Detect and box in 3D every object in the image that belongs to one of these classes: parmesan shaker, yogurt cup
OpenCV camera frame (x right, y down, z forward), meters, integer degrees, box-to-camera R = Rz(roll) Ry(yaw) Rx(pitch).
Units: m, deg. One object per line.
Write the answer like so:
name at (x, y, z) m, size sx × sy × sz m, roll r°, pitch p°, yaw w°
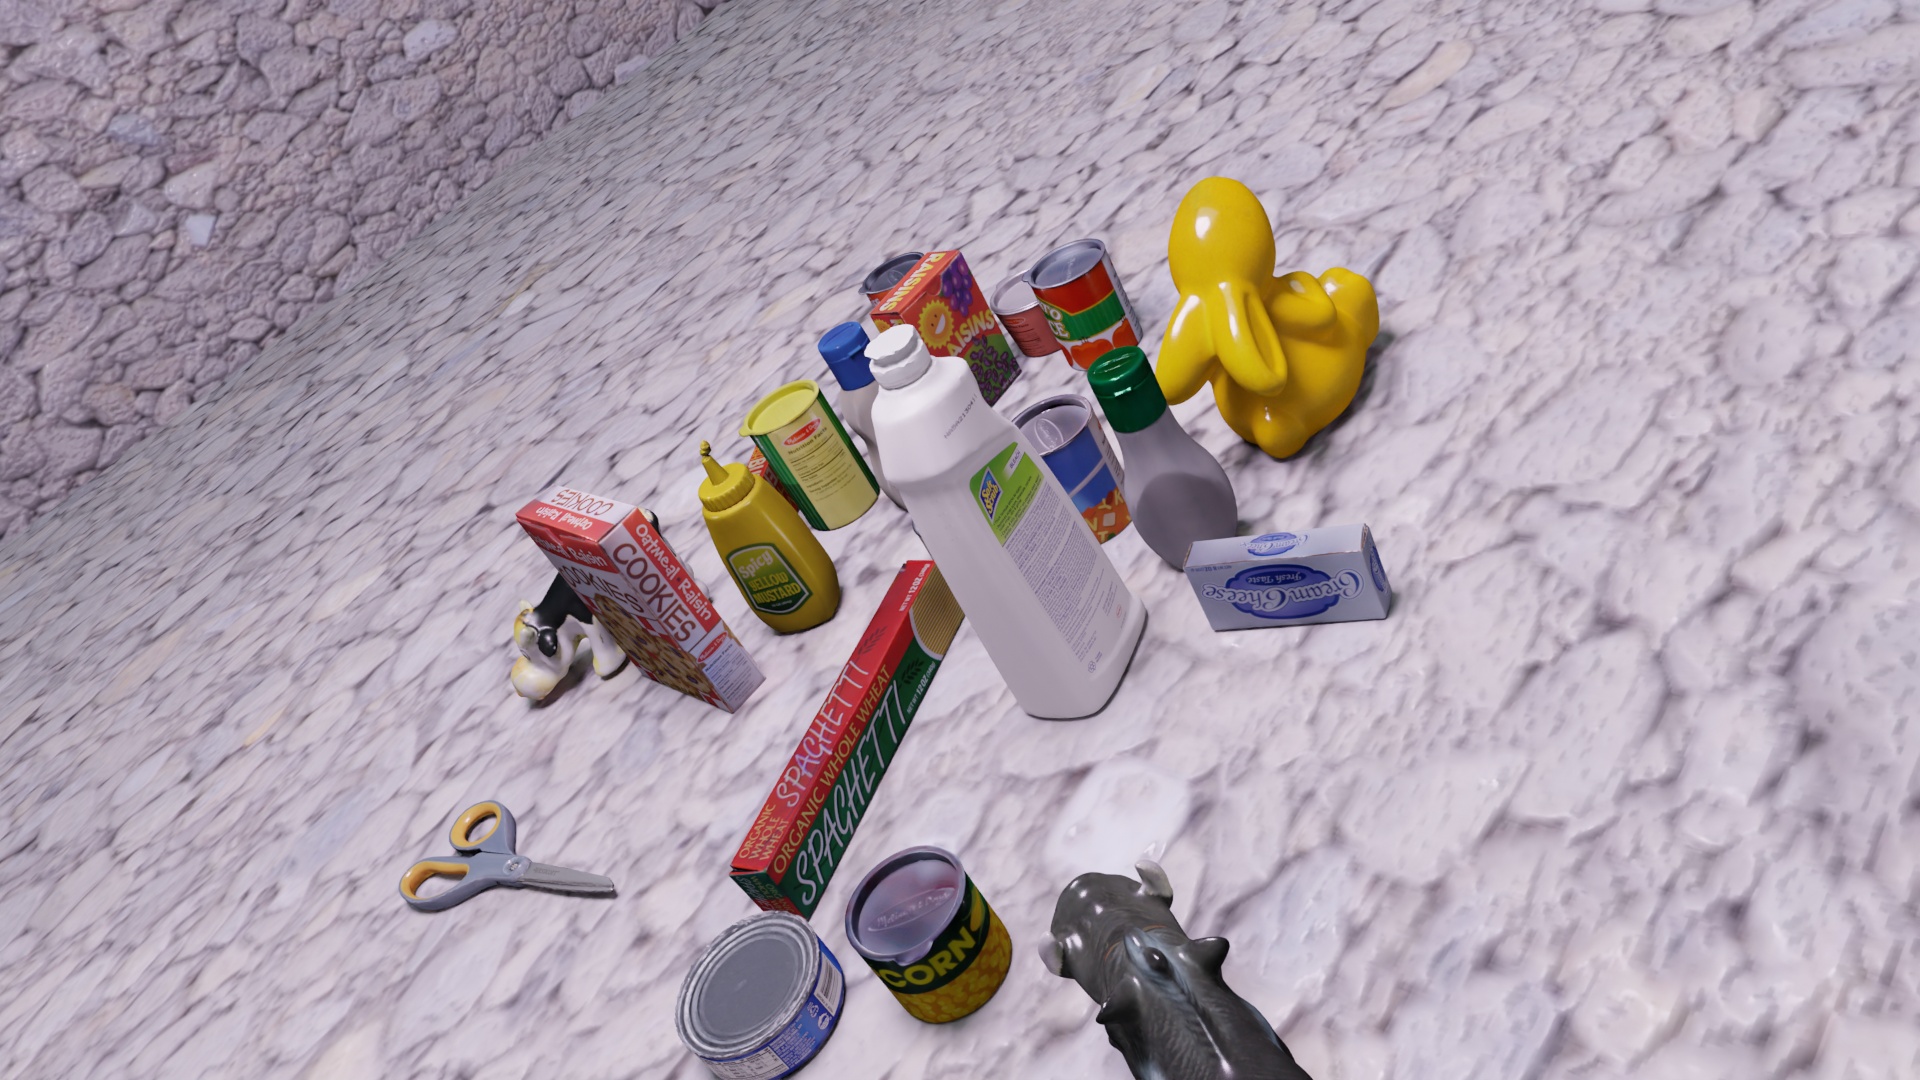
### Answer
parmesan shaker at (-0.118, -0.065, 1.091) m, size 0.071 × 0.102 × 0.072 m, roll -21°, pitch 33°, yaw 15°
yogurt cup at (0.065, -0.191, 1.162) m, size 0.072 × 0.053 × 0.073 m, roll -21°, pitch 33°, yaw 15°

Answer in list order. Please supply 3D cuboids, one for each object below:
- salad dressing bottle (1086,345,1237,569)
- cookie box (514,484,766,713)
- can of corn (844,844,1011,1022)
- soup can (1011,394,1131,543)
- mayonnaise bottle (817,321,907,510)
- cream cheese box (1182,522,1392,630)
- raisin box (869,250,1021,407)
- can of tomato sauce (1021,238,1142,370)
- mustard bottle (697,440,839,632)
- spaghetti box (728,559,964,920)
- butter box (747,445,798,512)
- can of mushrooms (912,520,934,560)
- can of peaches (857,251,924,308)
salad dressing bottle at (0.121, -0.049, 0.837) m, size 0.064 × 0.147 × 0.044 m, roll -21°, pitch 33°, yaw 16°
cookie box at (-0.225, 0.041, 0.972) m, size 0.123 × 0.166 × 0.040 m, roll 12°, pitch 51°, yaw 47°
can of corn at (-0.015, 0.198, 0.691) m, size 0.071 × 0.058 × 0.071 m, roll -21°, pitch 33°, yaw 15°
soup can at (0.071, -0.044, 0.930) m, size 0.071 × 0.083 × 0.072 m, roll -21°, pitch 33°, yaw 15°
mayonnaise bottle at (-0.056, -0.095, 1.041) m, size 0.065 × 0.147 × 0.041 m, roll -38°, pitch 33°, yaw -12°
cream cheese box at (0.183, 0.022, 0.779) m, size 0.103 × 0.053 × 0.024 m, roll -7°, pitch 39°, yaw 32°
raisin box at (-0.010, -0.158, 1.113) m, size 0.040 × 0.123 × 0.086 m, roll 7°, pitch 48°, yaw 44°
can of tomato sauce at (0.098, -0.186, 1.103) m, size 0.071 × 0.082 × 0.071 m, roll -21°, pitch 33°, yaw 15°
mustard bottle at (-0.144, -0.005, 0.977) m, size 0.065 × 0.159 × 0.049 m, roll -18°, pitch 34°, yaw 20°
spaghetti box at (-0.062, 0.115, 0.850) m, size 0.028 × 0.050 × 0.251 m, roll -5°, pitch 40°, yaw 34°
butter box at (-0.155, -0.036, 1.128) m, size 0.024 × 0.053 × 0.104 m, roll -16°, pitch 35°, yaw 22°
can of mushrooms at (0.004, -0.012, 0.987) m, size 0.071 × 0.033 × 0.071 m, roll -21°, pitch 33°, yaw 15°
can of peaches at (-0.052, -0.227, 1.302) m, size 0.071 × 0.058 × 0.071 m, roll -21°, pitch 33°, yaw 15°
